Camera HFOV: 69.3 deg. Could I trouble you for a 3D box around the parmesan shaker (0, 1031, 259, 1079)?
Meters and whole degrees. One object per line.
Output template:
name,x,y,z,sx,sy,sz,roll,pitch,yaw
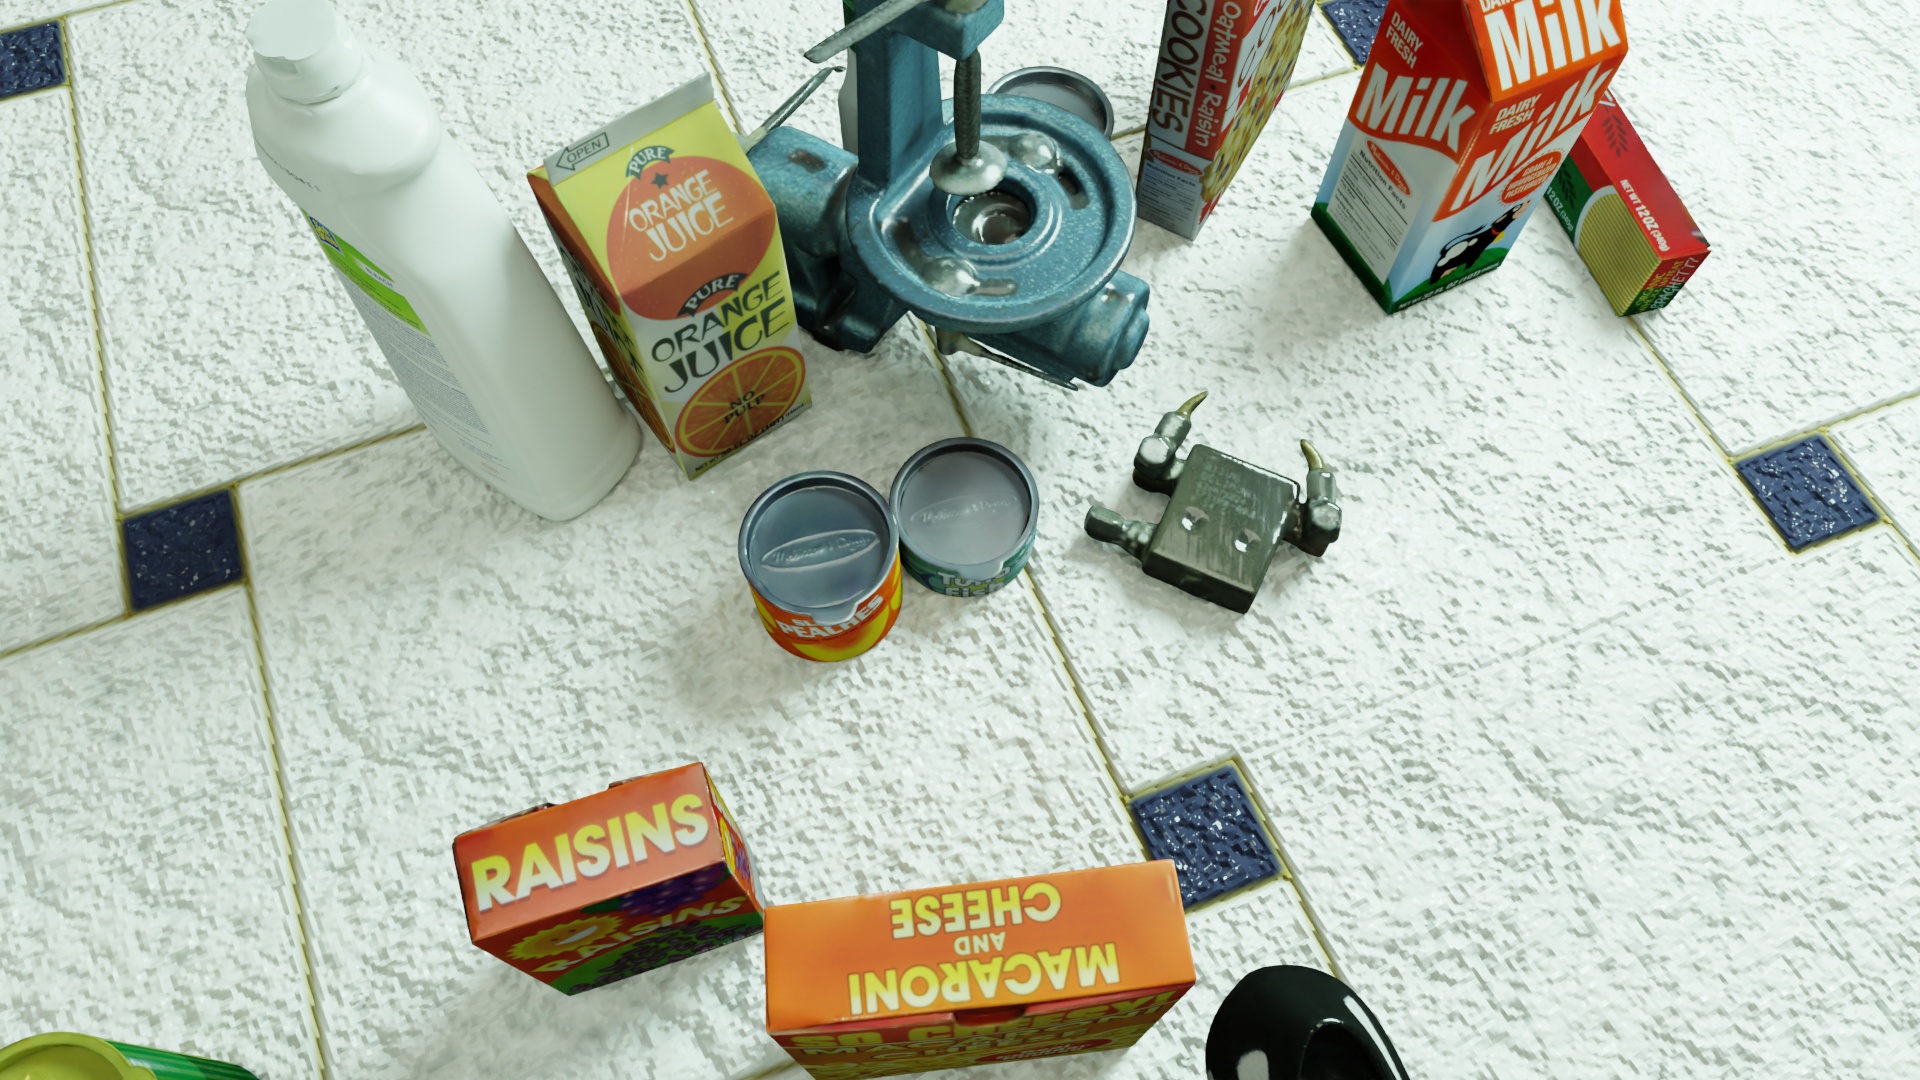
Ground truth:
parmesan shaker,-0.284,0.207,0.475,0.071,0.102,0.071,0,65,0

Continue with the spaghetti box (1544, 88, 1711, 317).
spaghetti box,0.302,-0.229,0.716,0.029,0.050,0.251,-15,65,-7

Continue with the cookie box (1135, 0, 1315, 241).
cookie box,0.132,-0.243,0.658,0.040,0.166,0.123,27,68,12

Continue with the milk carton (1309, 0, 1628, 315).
milk carton,0.226,-0.193,0.621,0.072,0.189,0.073,-24,67,-11

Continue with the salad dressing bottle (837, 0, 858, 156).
salad dressing bottle,-0.033,-0.211,0.652,0.044,0.147,0.064,-34,69,-15

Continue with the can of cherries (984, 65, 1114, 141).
can of cherries,0.038,-0.191,0.692,0.071,0.058,0.072,0,64,0

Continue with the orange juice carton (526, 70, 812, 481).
orange juice carton,-0.118,-0.111,0.579,0.072,0.191,0.073,-34,69,-15

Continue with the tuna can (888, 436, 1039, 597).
tuna can,0.002,-0.008,0.618,0.071,0.032,0.071,0,64,0

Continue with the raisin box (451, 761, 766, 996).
raisin box,-0.120,0.125,0.504,0.086,0.123,0.040,-16,66,-8

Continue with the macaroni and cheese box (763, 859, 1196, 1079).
macaroni and cheese box,0.005,0.151,0.468,0.124,0.165,0.040,-6,65,-3

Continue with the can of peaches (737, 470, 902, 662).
can of peaches,-0.058,0.014,0.593,0.071,0.057,0.071,0,64,0
